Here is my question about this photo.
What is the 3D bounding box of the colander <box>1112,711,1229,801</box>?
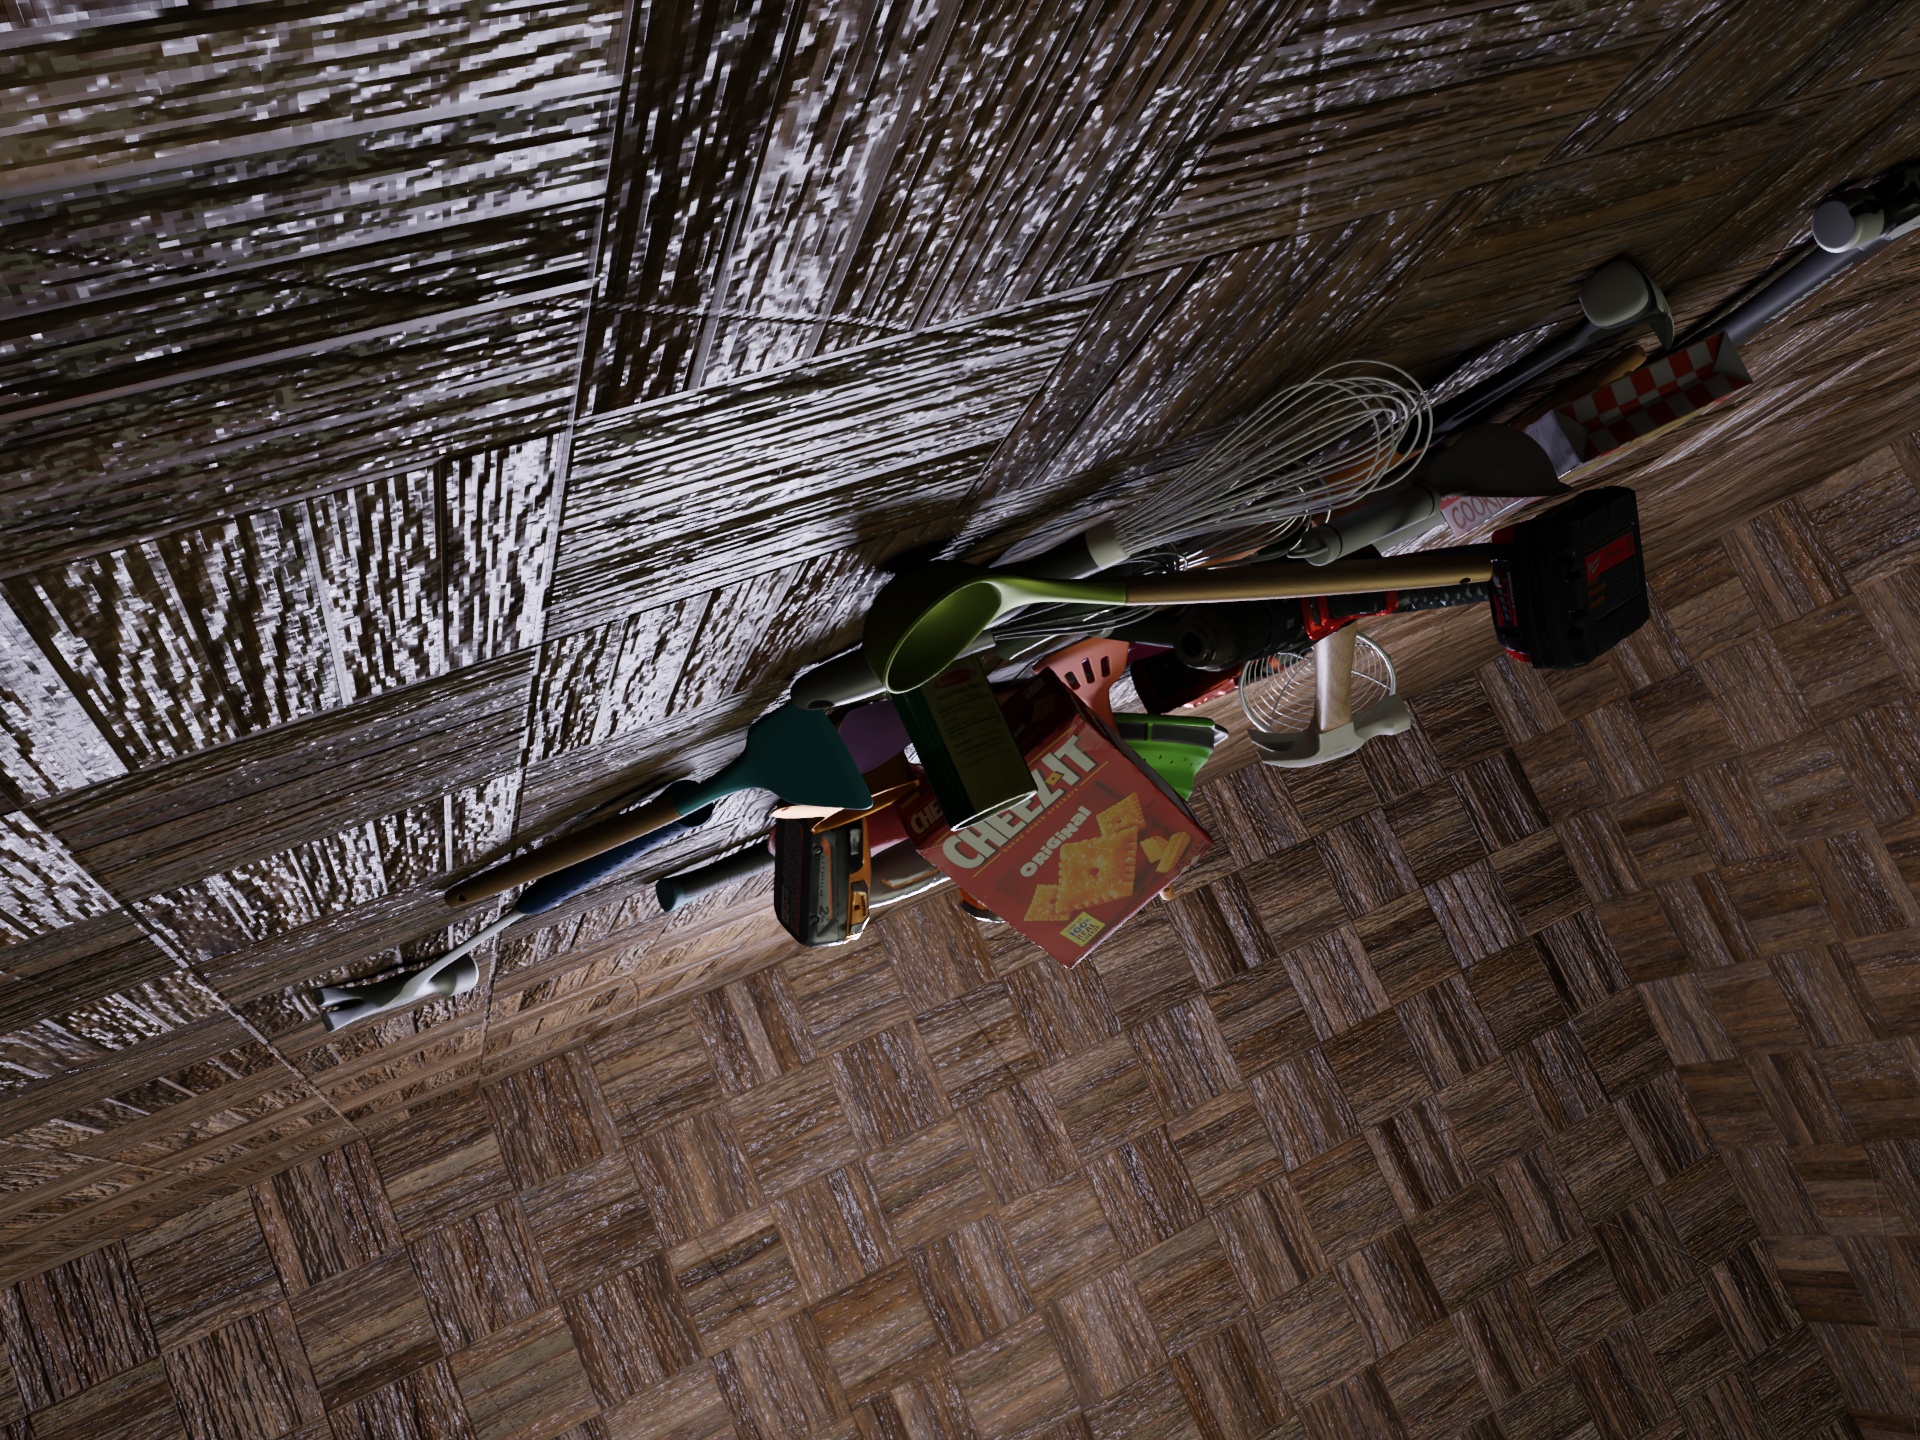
[{"bbox_3d":[0.117,0.062,1.504,0.204,0.094,0.397,3,173,-14],"label":"colander"}]

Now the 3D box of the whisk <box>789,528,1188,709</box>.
[{"bbox_3d":[0.015,-0.053,0.903,0.239,0.055,0.055,-20,171,4],"label":"whisk"}]

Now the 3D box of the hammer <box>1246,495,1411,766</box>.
[{"bbox_3d":[0.270,-0.055,1.160,0.130,0.031,0.331,-22,149,0],"label":"hammer"}]

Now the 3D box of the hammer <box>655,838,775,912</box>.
[{"bbox_3d":[-0.122,0.100,1.462,0.331,0.033,0.128,-22,170,-14],"label":"hammer"}]

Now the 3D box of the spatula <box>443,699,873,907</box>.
[{"bbox_3d":[-0.204,0.066,1.010,0.317,0.082,0.044,-22,-160,17],"label":"spatula"}]

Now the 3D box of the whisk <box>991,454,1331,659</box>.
[{"bbox_3d":[0.111,-0.089,0.948,0.246,0.059,0.058,-26,-161,37],"label":"whisk"}]

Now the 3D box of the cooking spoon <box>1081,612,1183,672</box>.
[{"bbox_3d":[0.224,-0.100,1.207,0.319,0.017,0.068,-25,164,29],"label":"cooking spoon"}]

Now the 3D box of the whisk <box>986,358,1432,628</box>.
[{"bbox_3d":[0.105,-0.103,0.822,0.284,0.070,0.070,-24,172,24],"label":"whisk"}]

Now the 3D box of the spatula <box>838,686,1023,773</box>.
[{"bbox_3d":[-0.002,-0.004,1.191,0.316,0.018,0.059,-15,131,-57],"label":"spatula"}]

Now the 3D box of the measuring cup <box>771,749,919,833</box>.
[{"bbox_3d":[-0.097,0.041,1.135,0.095,0.052,0.173,-28,168,21],"label":"measuring cup"}]

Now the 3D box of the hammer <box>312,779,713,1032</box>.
[{"bbox_3d":[-0.323,0.140,1.159,0.405,0.035,0.144,-31,169,36],"label":"hammer"}]

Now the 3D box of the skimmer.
[{"bbox_3d":[0.214,-0.036,1.213,0.127,0.090,0.363,-35,157,32],"label":"skimmer"}]

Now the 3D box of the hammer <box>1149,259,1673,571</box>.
[{"bbox_3d":[0.252,-0.159,0.942,0.337,0.034,0.127,-29,169,30],"label":"hammer"}]

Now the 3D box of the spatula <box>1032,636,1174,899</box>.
[{"bbox_3d":[0.136,0.045,1.308,0.081,0.041,0.322,-23,128,1],"label":"spatula"}]

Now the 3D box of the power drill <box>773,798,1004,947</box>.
[{"bbox_3d":[-0.033,0.084,1.293,0.226,0.185,0.084,-6,-159,-29],"label":"power drill"}]

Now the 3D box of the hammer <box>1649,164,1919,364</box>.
[{"bbox_3d":[0.508,-0.256,1.041,0.146,0.035,0.334,-20,170,-20],"label":"hammer"}]

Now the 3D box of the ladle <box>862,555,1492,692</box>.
[{"bbox_3d":[0.110,-0.056,0.801,0.320,0.062,0.078,-4,157,-1],"label":"ladle"}]

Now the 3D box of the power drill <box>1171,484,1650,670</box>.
[{"bbox_3d":[0.248,-0.070,0.901,0.227,0.080,0.188,-1,-164,43],"label":"power drill"}]

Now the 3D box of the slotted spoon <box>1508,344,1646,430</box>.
[{"bbox_3d":[0.357,-0.176,1.143,0.070,0.031,0.313,-9,162,-37],"label":"slotted spoon"}]

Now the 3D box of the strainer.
[{"bbox_3d":[0.250,-0.120,0.845,0.087,0.050,0.258,15,-151,42],"label":"strainer"}]
